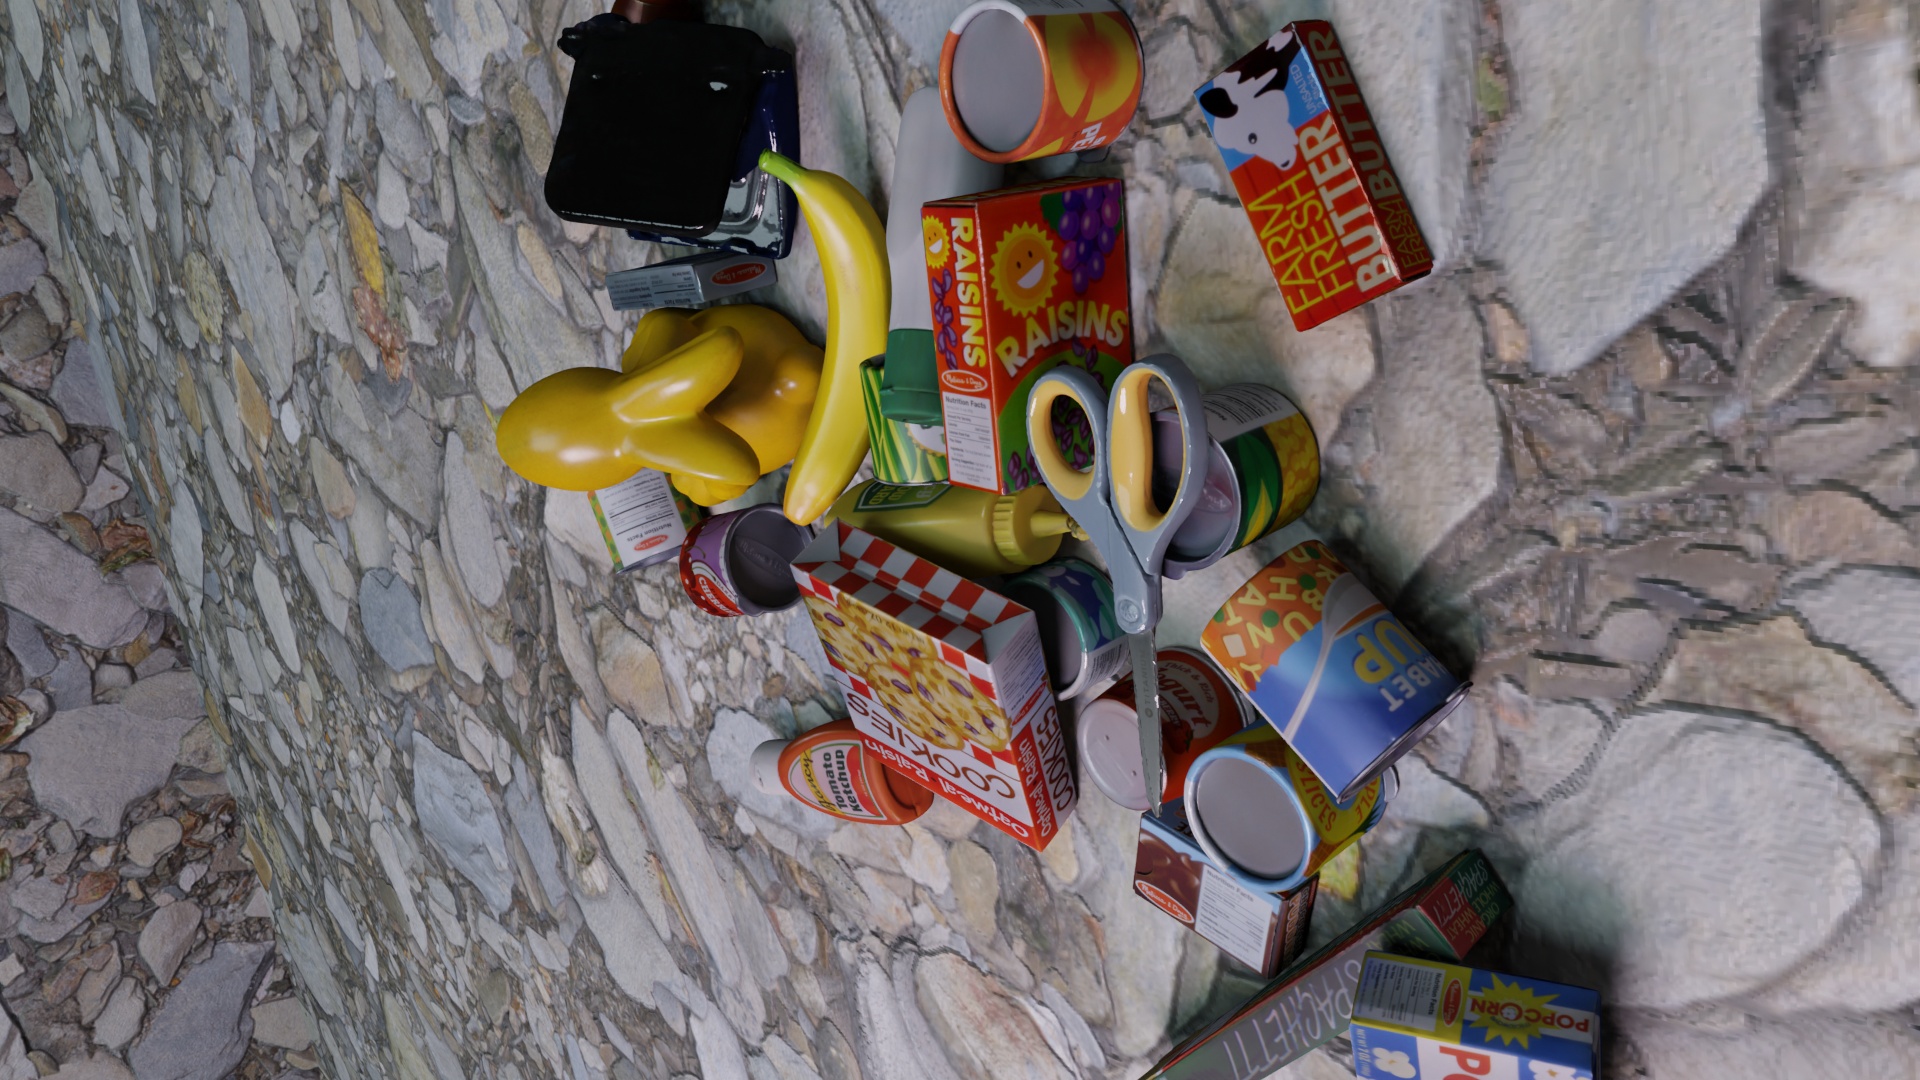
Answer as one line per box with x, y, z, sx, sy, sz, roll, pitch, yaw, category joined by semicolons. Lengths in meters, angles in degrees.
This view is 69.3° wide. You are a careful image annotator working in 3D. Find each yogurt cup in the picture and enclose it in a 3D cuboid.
0.091;0.089;0.642;0.072;0.054;0.072;24;123;41;yogurt cup

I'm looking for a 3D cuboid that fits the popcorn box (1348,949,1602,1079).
0.203;0.220;0.541;0.085;0.038;0.126;2;127;27;popcorn box

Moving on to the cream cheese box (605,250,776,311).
-0.161;-0.154;0.819;0.104;0.053;0.024;6;113;47;cream cheese box

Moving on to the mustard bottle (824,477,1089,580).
0.002;-0.009;0.693;0.160;0.065;0.048;-1;120;44;mustard bottle

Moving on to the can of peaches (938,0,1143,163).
0.033;-0.191;0.580;0.071;0.058;0.071;22;121;41;can of peaches

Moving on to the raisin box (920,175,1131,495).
0.032;-0.091;0.603;0.040;0.086;0.123;16;118;49;raisin box

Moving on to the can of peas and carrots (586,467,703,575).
-0.207;-0.015;0.925;0.070;0.071;0.058;-22;89;50;can of peas and carrots

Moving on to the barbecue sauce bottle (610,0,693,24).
-0.178;-0.275;0.792;0.065;0.044;0.147;36;130;25;barbecue sauce bottle

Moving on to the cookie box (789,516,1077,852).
-0.009;0.075;0.702;0.123;0.040;0.166;24;148;31;cookie box

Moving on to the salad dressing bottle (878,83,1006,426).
-0.010;-0.126;0.625;0.064;0.044;0.147;1;82;59;salad dressing bottle

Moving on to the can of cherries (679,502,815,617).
-0.131;0.015;0.846;0.058;0.072;0.071;-9;100;50;can of cherries

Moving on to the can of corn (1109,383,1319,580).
0.104;-0.025;0.572;0.071;0.058;0.071;22;122;41;can of corn

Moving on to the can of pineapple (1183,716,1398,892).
0.139;0.108;0.592;0.071;0.058;0.070;22;122;41;can of pineapple

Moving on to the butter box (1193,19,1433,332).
0.131;-0.135;0.520;0.053;0.024;0.103;-26;86;51;butter box

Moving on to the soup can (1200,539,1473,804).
0.148;0.049;0.551;0.084;0.071;0.071;50;137;21;soup can

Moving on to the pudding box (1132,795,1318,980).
0.123;0.161;0.656;0.084;0.030;0.049;26;126;39;pudding box

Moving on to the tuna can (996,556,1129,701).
0.047;0.042;0.687;0.071;0.033;0.070;23;123;41;tuna can

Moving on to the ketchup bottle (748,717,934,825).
-0.078;0.142;0.865;0.148;0.044;0.064;-10;99;50;ketchup bottle

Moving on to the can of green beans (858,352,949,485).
-0.014;-0.063;0.683;0.071;0.071;0.057;11;114;46;can of green beans

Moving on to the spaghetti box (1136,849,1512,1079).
0.151;0.214;0.632;0.029;0.050;0.248;51;137;17;spaghetti box
